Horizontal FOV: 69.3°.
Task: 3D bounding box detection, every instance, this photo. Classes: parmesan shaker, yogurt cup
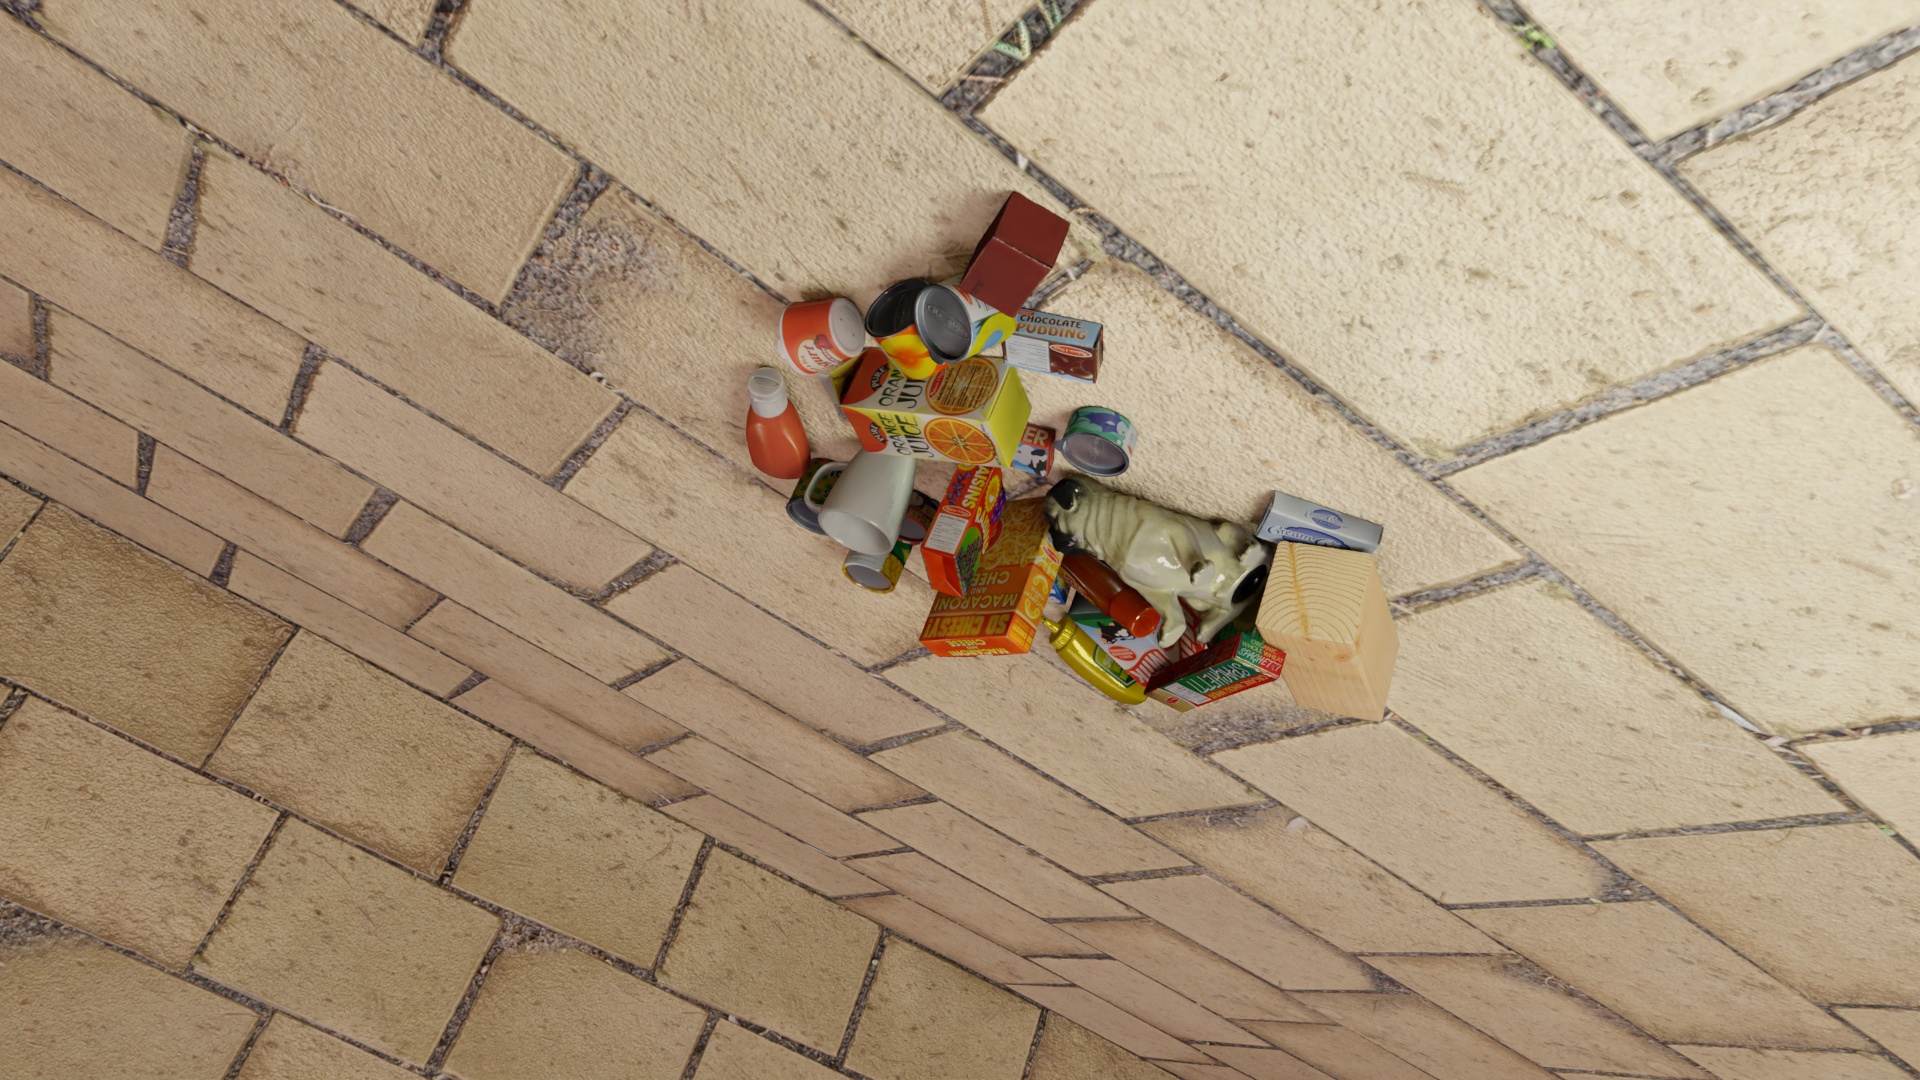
[{"bbox_3d":[0.286,0.082,1.415,0.071,0.071,0.102,16,152,11],"label":"parmesan shaker"},{"bbox_3d":[-0.122,-0.185,1.241,0.054,0.073,0.072,-9,140,32],"label":"yogurt cup"}]

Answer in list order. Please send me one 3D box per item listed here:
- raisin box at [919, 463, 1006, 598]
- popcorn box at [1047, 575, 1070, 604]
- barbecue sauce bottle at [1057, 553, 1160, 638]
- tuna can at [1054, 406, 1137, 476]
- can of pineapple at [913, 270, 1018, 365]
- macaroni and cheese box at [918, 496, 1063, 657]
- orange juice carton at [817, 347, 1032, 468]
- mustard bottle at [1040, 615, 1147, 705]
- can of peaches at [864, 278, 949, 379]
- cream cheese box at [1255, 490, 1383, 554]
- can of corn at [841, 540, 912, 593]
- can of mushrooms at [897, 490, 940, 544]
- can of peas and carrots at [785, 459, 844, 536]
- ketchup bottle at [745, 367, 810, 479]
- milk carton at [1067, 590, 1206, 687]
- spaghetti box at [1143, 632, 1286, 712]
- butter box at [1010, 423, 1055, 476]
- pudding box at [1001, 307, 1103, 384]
[{"bbox_3d":[0.005,-0.017,1.383,0.040,0.124,0.085,15,151,17],"label":"raisin box"},{"bbox_3d":[0.051,0.027,1.523,0.126,0.038,0.085,6,148,28],"label":"popcorn box"},{"bbox_3d":[0.143,0.045,1.406,0.149,0.043,0.064,42,177,44],"label":"barbecue sauce bottle"},{"bbox_3d":[0.124,-0.091,1.265,0.071,0.033,0.070,17,152,9],"label":"tuna can"},{"bbox_3d":[0.004,-0.183,1.130,0.071,0.058,0.070,27,131,36],"label":"can of pineapple"},{"bbox_3d":[0.039,0.038,1.410,0.123,0.167,0.040,-7,141,43],"label":"macaroni and cheese box"},{"bbox_3d":[-0.040,-0.124,1.278,0.193,0.073,0.071,8,149,26],"label":"orange juice carton"},{"bbox_3d":[0.153,0.129,1.607,0.160,0.065,0.048,32,155,-11],"label":"mustard bottle"},{"bbox_3d":[-0.037,-0.180,1.185,0.071,0.071,0.058,0,145,36],"label":"can of peaches"},{"bbox_3d":[0.328,-0.008,1.274,0.104,0.024,0.053,19,152,5],"label":"cream cheese box"},{"bbox_3d":[-0.095,0.022,1.595,0.071,0.058,0.071,17,152,10],"label":"can of corn"},{"bbox_3d":[-0.056,-0.026,1.509,0.071,0.033,0.070,17,152,10],"label":"can of mushrooms"},{"bbox_3d":[-0.147,-0.048,1.509,0.071,0.059,0.070,16,152,9],"label":"can of peas and carrots"},{"bbox_3d":[-0.192,-0.120,1.428,0.065,0.044,0.148,16,152,9],"label":"ketchup bottle"},{"bbox_3d":[0.206,0.100,1.504,0.073,0.072,0.190,-8,141,43],"label":"milk carton"},{"bbox_3d":[0.248,0.135,1.380,0.050,0.029,0.249,25,162,-5],"label":"spaghetti box"},{"bbox_3d":[0.038,-0.096,1.326,0.103,0.024,0.053,17,153,10],"label":"butter box"},{"bbox_3d":[0.078,-0.164,1.170,0.084,0.030,0.049,14,150,14],"label":"pudding box"}]
